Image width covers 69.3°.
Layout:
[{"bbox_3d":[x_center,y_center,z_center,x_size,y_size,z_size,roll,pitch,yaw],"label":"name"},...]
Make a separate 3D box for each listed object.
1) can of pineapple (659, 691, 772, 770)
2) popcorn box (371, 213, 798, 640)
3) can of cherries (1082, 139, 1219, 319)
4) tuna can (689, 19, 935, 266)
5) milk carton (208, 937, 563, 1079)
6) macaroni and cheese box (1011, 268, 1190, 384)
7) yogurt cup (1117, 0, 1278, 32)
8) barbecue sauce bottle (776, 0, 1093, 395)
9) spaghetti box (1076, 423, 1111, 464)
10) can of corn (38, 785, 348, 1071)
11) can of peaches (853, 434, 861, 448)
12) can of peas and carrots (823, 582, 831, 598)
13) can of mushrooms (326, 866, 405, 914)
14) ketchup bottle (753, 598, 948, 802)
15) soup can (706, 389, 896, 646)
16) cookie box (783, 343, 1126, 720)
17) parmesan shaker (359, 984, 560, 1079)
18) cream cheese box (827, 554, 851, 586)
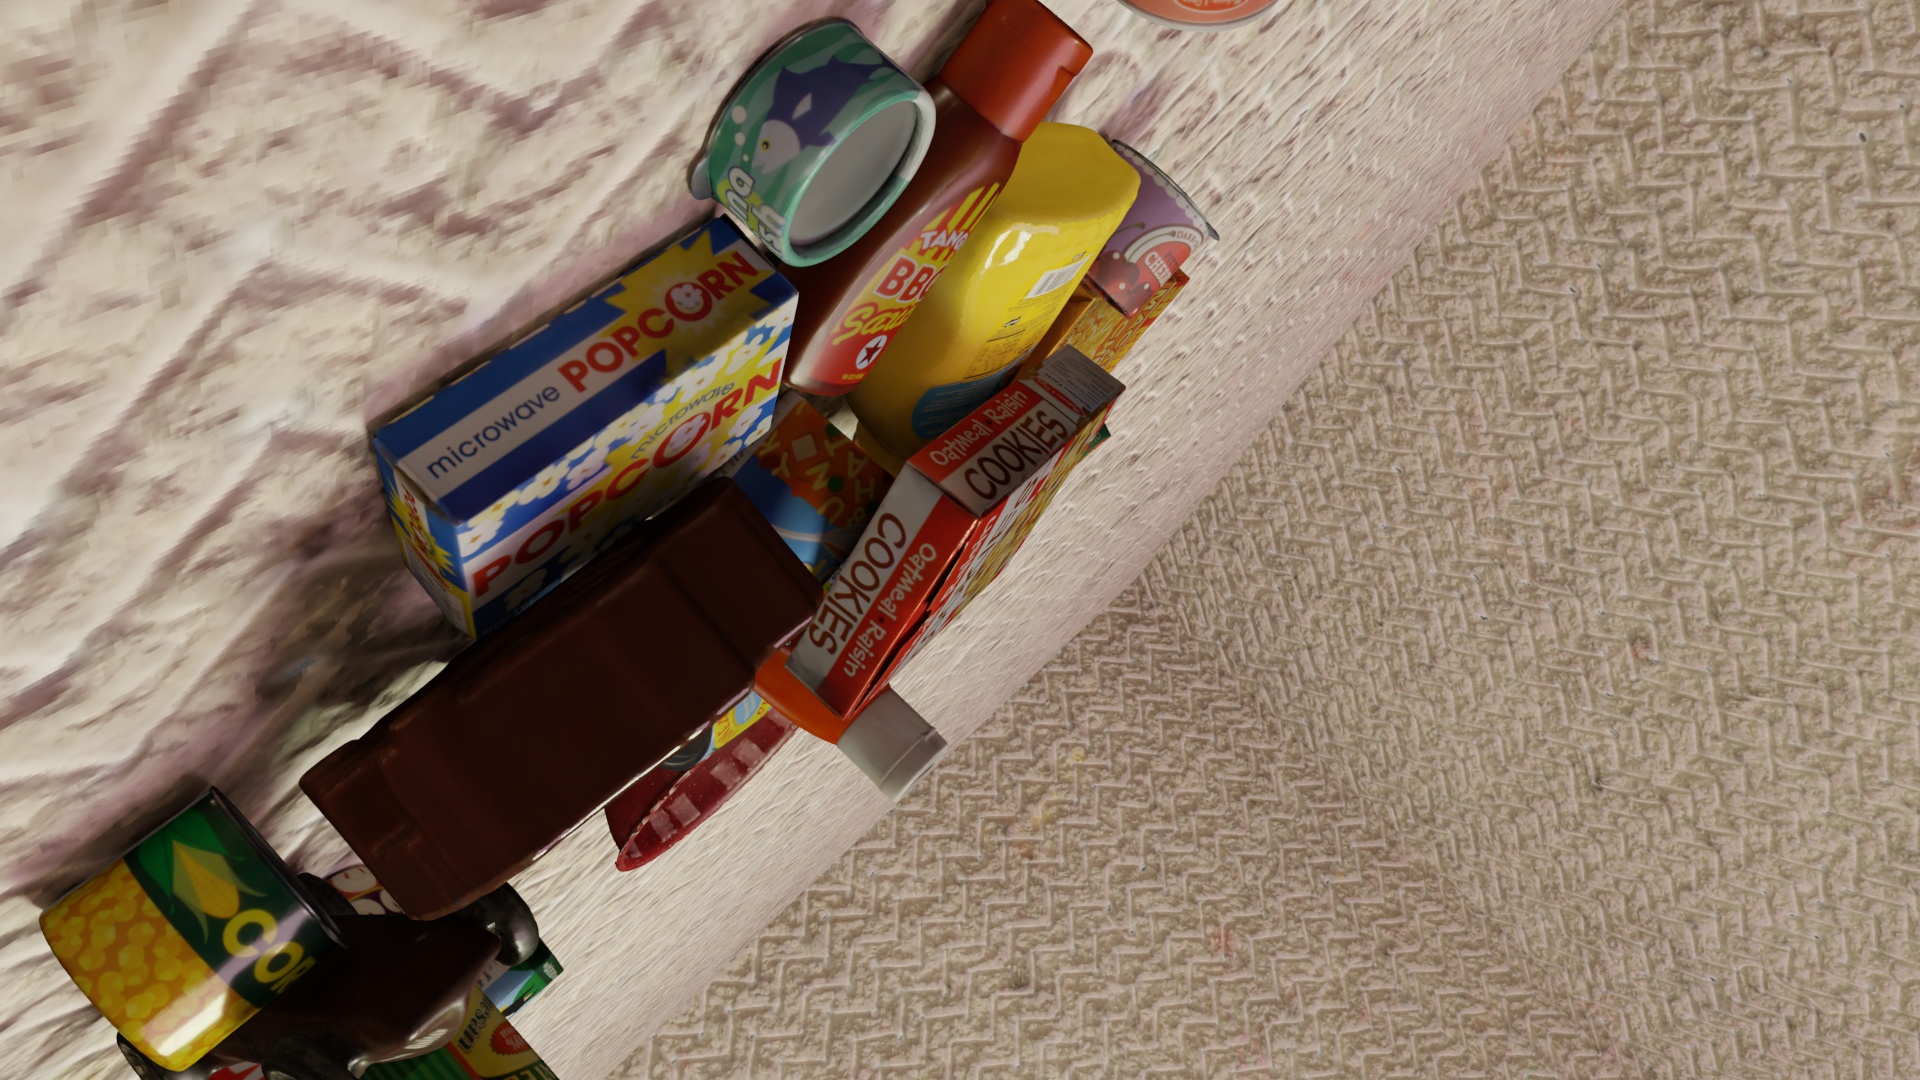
[{"bbox_3d":[-0.130,0.072,0.689,0.070,0.071,0.058,-52,169,33],"label":"can of pineapple"},{"bbox_3d":[-0.111,-0.034,0.425,0.127,0.038,0.084,-41,169,-28],"label":"popcorn box"},{"bbox_3d":[0.080,-0.148,0.672,0.058,0.071,0.071,-47,170,7],"label":"can of cherries"},{"bbox_3d":[-0.042,-0.114,0.407,0.071,0.033,0.071,-45,170,-10],"label":"tuna can"},{"bbox_3d":[-0.302,0.257,0.703,0.191,0.073,0.072,-41,169,-25],"label":"milk carton"},{"bbox_3d":[0.058,-0.115,0.809,0.123,0.040,0.167,-50,170,28],"label":"macaroni and cheese box"},{"bbox_3d":[0.079,-0.208,0.450,0.072,0.072,0.053,-42,161,-23],"label":"yogurt cup"},{"bbox_3d":[-0.015,-0.118,0.475,0.148,0.044,0.065,-50,168,20],"label":"barbecue sauce bottle"},{"bbox_3d":[0.010,-0.014,0.919,0.050,0.028,0.249,-34,176,-41],"label":"spaghetti box"},{"bbox_3d":[-0.237,0.123,0.435,0.058,0.071,0.071,-40,169,-25],"label":"can of corn"},{"bbox_3d":[-0.012,-0.051,0.721,0.071,0.058,0.071,-44,170,-10],"label":"can of peaches"},{"bbox_3d":[-0.097,0.042,0.736,0.071,0.059,0.070,-44,169,-10],"label":"can of peas and carrots"},{"bbox_3d":[-0.275,0.176,0.609,0.071,0.033,0.071,-45,170,-10],"label":"can of mushrooms"},{"bbox_3d":[-0.070,0.055,0.637,0.043,0.149,0.065,-52,169,26],"label":"ketchup bottle"},{"bbox_3d":[-0.072,-0.010,0.583,0.084,0.071,0.071,-49,170,0],"label":"soup can"},{"bbox_3d":[0.002,-0.008,0.617,0.122,0.040,0.168,-57,171,34],"label":"cookie box"},{"bbox_3d":[-0.228,0.228,0.604,0.071,0.103,0.071,-44,170,-10],"label":"parmesan shaker"},{"bbox_3d":[-0.055,0.011,0.808,0.104,0.053,0.024,-39,166,-36],"label":"cream cheese box"}]
